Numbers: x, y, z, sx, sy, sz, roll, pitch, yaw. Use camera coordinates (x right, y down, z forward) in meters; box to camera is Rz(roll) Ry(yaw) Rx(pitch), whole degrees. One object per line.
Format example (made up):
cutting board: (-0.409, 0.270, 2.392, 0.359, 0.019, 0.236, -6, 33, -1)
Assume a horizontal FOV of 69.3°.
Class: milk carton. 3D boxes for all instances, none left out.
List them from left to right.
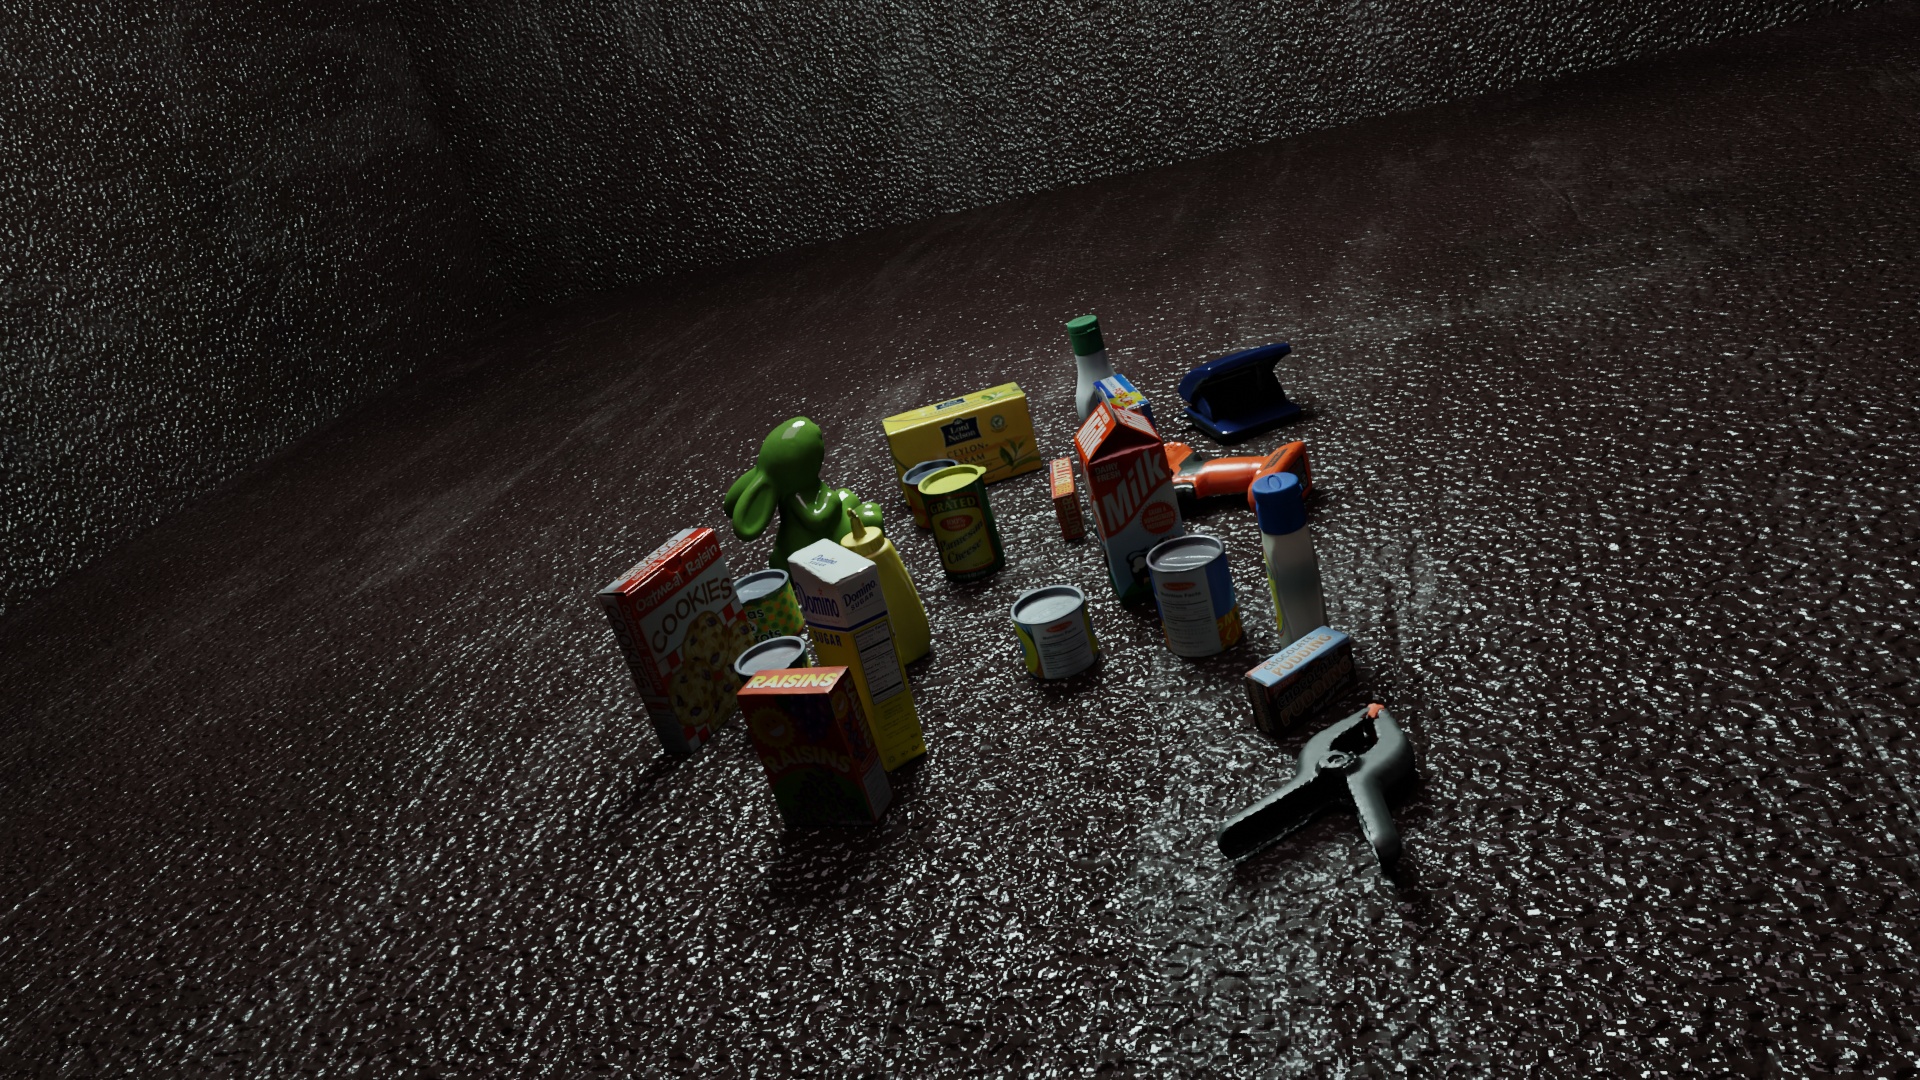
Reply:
milk carton: (0.154, -0.043, 1.262, 0.073, 0.189, 0.072, -16, 23, 1)

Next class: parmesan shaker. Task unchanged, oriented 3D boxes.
parmesan shaker: (0.005, -0.018, 1.418, 0.071, 0.102, 0.071, -14, 23, 6)

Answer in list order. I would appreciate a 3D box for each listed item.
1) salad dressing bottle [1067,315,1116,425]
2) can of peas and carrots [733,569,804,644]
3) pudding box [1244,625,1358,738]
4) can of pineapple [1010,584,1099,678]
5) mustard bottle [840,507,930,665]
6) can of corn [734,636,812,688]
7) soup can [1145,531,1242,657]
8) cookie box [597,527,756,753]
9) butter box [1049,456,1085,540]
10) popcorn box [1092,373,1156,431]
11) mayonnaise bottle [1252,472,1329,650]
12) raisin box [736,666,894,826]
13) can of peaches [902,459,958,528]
salad dressing bottle: (0.162, -0.193, 1.652, 0.064, 0.147, 0.044, -24, 24, -17)
can of peas and carrots: (-0.199, 0.071, 1.412, 0.071, 0.058, 0.071, -14, 23, 6)
pudding box: (0.255, 0.105, 1.039, 0.084, 0.049, 0.030, -27, 25, -23)
can of pineapple: (0.082, 0.078, 1.205, 0.071, 0.057, 0.071, -14, 23, 6)
mustard bottle: (-0.076, 0.039, 1.271, 0.065, 0.159, 0.049, -23, 23, -15)
can of corn: (-0.163, 0.129, 1.256, 0.071, 0.058, 0.071, -14, 23, 6)
soup can: (0.198, 0.045, 1.169, 0.071, 0.083, 0.071, -14, 23, 6)
cookie box: (-0.247, 0.089, 1.264, 0.040, 0.166, 0.123, -1, 27, 33)
butter box: (0.113, -0.045, 1.471, 0.024, 0.053, 0.104, -14, 23, 8)
popcorn box: (0.190, -0.130, 1.570, 0.038, 0.085, 0.127, -17, 23, -2)
mayonnaise bottle: (0.262, 0.020, 1.101, 0.041, 0.147, 0.065, -13, 23, 8)
raisin box: (-0.111, 0.159, 1.070, 0.086, 0.123, 0.040, -5, 25, 27)
can of peaches: (-0.027, -0.054, 1.578, 0.071, 0.058, 0.071, -14, 23, 6)
